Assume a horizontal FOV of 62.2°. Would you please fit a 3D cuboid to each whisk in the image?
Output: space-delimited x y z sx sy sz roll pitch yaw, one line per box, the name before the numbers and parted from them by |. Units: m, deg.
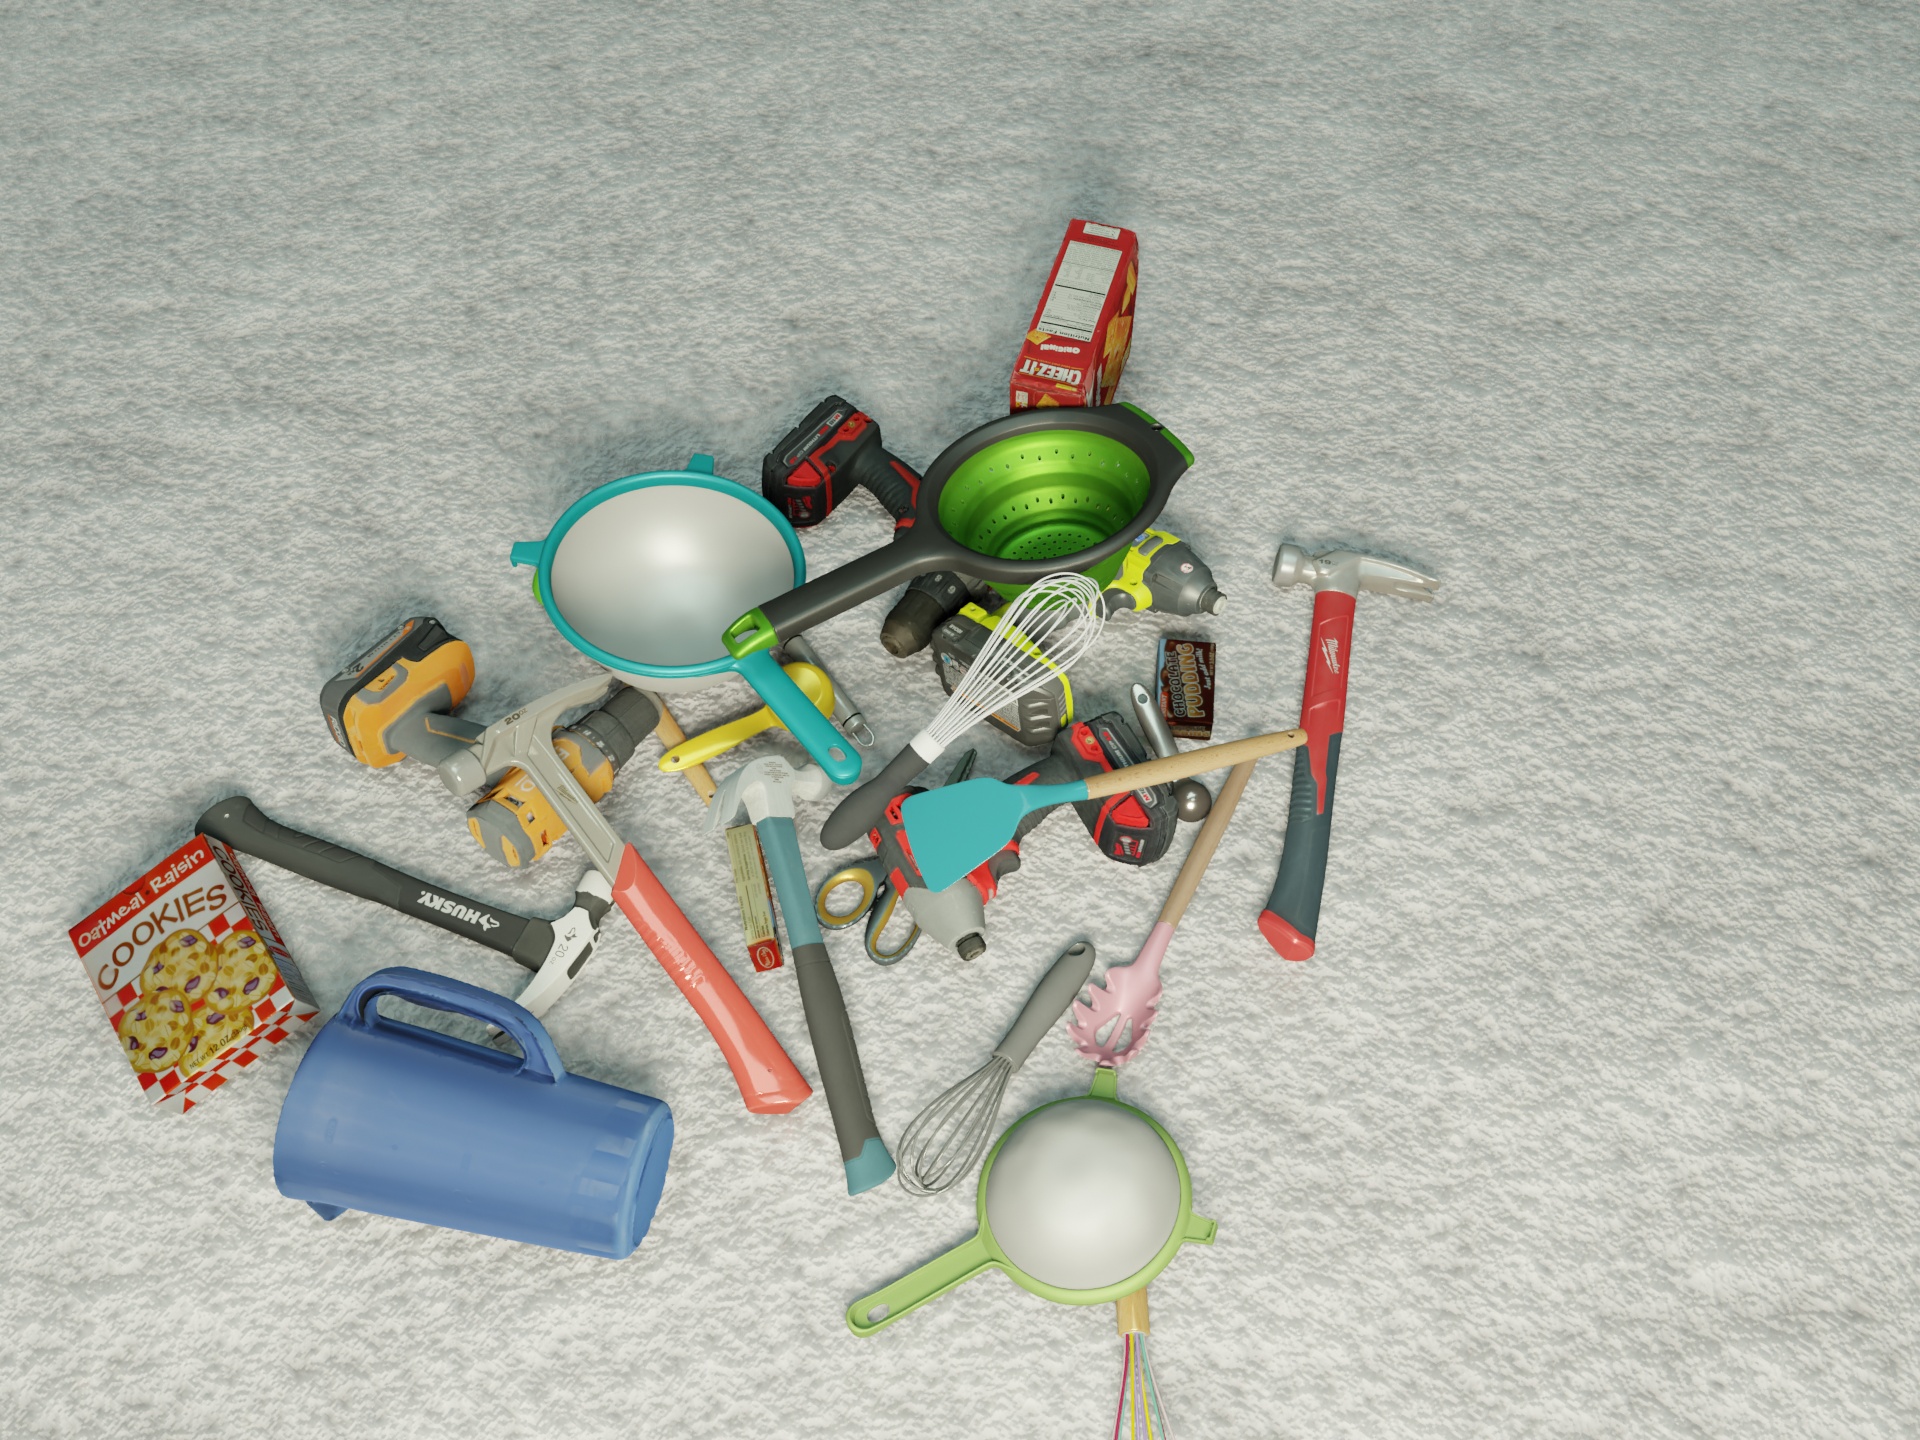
whisk | -0.002 -0.003 1.181 0.284 0.070 0.070 -45 65 6
whisk | 0.031 0.247 1.155 0.055 0.055 0.239 31 56 17
whisk | 0.117 0.430 1.051 0.047 0.051 0.245 22 48 -28

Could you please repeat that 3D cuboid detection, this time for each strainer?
strainer | -0.151 -0.073 1.358 0.087 0.050 0.259 -36 70 -6
strainer | 0.033 0.335 1.073 0.256 0.069 0.152 -26 49 -11
strainer | -0.192 -0.054 1.277 0.211 0.095 0.341 -33 67 -26

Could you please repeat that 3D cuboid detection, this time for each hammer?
hammer | -0.442 0.134 1.227 0.335 0.035 0.146 19 59 11
hammer | -0.222 0.134 1.173 0.149 0.036 0.359 -33 80 -34
hammer | -0.107 0.179 1.164 0.033 0.128 0.331 -30 67 32
hammer | 0.310 0.020 1.306 0.143 0.038 0.387 12 59 5

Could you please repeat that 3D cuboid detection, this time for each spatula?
spatula | 0.115 0.050 1.201 0.317 0.044 0.082 -13 58 -14

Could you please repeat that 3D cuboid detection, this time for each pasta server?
pasta server | 0.169 0.133 1.228 0.060 0.040 0.316 19 60 23

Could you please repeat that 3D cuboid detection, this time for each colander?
colander | 0.001 -0.120 1.269 0.397 0.094 0.205 -27 47 -13

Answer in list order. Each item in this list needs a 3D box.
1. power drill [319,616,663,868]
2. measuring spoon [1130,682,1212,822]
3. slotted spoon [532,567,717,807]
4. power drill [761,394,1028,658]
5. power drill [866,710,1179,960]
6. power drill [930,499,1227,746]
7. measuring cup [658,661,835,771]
power drill | -0.369 0.001 1.274 0.226 0.084 0.185 28 53 19
measuring spoon | 0.168 0.024 1.290 0.034 0.018 0.124 -24 80 -4
slotted spoon | -0.277 -0.041 1.344 0.070 0.031 0.314 -31 65 -13
power drill | -0.069 -0.167 1.399 0.227 0.080 0.188 33 63 15
power drill | 0.050 0.091 1.228 0.219 0.078 0.143 -21 61 -17
power drill | 0.100 -0.086 1.335 0.171 0.080 0.223 33 61 33
measuring cup | -0.174 0.001 1.291 0.156 0.029 0.062 -26 71 -14
